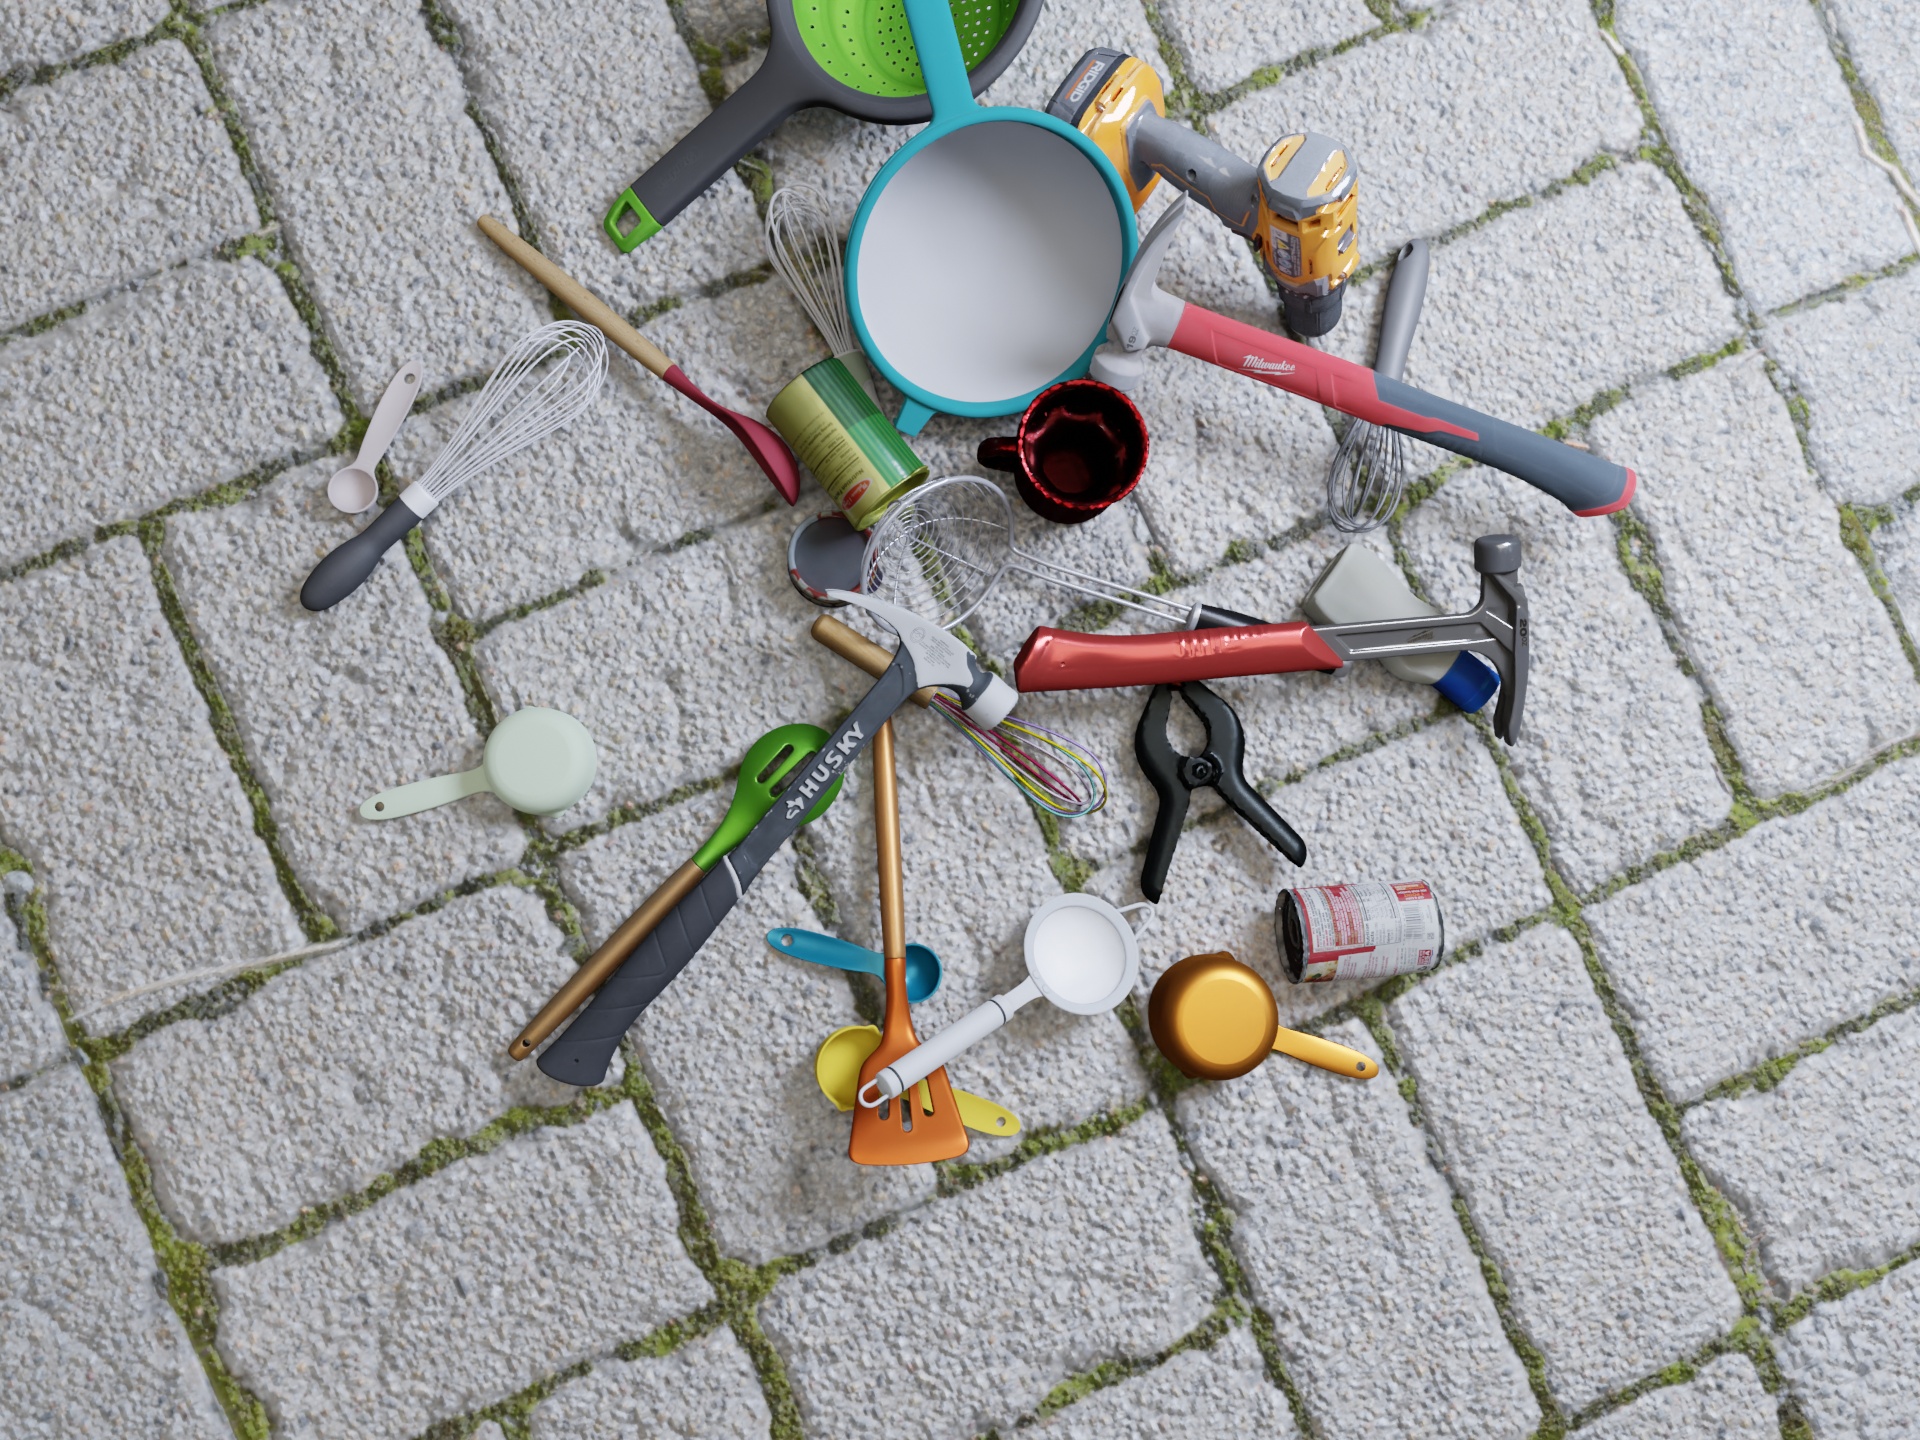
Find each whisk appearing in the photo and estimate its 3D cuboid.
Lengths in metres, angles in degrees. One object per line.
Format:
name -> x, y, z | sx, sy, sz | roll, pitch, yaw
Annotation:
whisk -> 0.317, -0.249, 1.179 | 0.055, 0.055, 0.239 | 15, 80, -3
whisk -> -0.357, -0.177, 1.120 | 0.284, 0.070, 0.070 | -44, 89, -2
whisk -> -0.003, -0.002, 1.137 | 0.245, 0.047, 0.051 | 32, 71, 4
whisk -> -0.085, -0.271, 1.153 | 0.059, 0.058, 0.246 | -20, 91, 30

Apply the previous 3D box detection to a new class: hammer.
hammer -> 0.217, -0.041, 1.112 | 0.359, 0.037, 0.149 | -5, 105, -2
hammer -> -0.147, 0.089, 1.086 | 0.149, 0.036, 0.409 | 41, 91, -11
hammer -> 0.293, -0.234, 1.095 | 0.386, 0.143, 0.038 | 19, 44, -5

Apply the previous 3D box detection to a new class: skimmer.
skimmer -> 0.109, -0.078, 1.126 | 0.363, 0.090, 0.127 | 16, 117, -5

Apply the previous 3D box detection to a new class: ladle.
ladle -> -0.229, -0.264, 1.141 | 0.315, 0.069, 0.031 | 40, 82, 6

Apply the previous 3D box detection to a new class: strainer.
strainer -> 0.031, 0.193, 1.085 | 0.258, 0.050, 0.087 | -27, 80, -33
strainer -> -0.004, -0.380, 1.089 | 0.211, 0.095, 0.340 | -21, 122, -6

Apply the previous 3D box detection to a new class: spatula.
spatula -> -0.046, 0.140, 1.102 | 0.081, 0.041, 0.323 | -3, 77, -6

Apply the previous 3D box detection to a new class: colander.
colander -> -0.093, -0.472, 1.158 | 0.397, 0.094, 0.204 | -38, 84, 11

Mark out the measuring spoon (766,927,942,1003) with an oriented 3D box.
measuring spoon -> -0.075, 0.169, 1.130 | 0.128, 0.021, 0.042 | 14, 79, 6

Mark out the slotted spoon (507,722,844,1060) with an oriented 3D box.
slotted spoon -> -0.201, 0.122, 1.117 | 0.070, 0.031, 0.314 | 45, 85, -3

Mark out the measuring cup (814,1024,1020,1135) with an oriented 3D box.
measuring cup -> -0.031, 0.261, 1.122 | 0.156, 0.029, 0.062 | 24, 79, -14

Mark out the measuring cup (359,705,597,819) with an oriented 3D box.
measuring cup -> -0.338, 0.040, 1.107 | 0.167, 0.038, 0.083 | -16, 86, -7

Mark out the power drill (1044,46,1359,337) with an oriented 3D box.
power drill -> 0.180, -0.366, 1.130 | 0.226, 0.185, 0.084 | 32, 82, 22

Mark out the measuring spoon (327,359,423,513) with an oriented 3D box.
measuring spoon -> -0.414, -0.202, 1.140 | 0.034, 0.018, 0.124 | 22, 77, -2

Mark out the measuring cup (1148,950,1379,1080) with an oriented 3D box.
measuring cup -> 0.220, 0.224, 1.124 | 0.173, 0.052, 0.095 | 19, 84, 0
